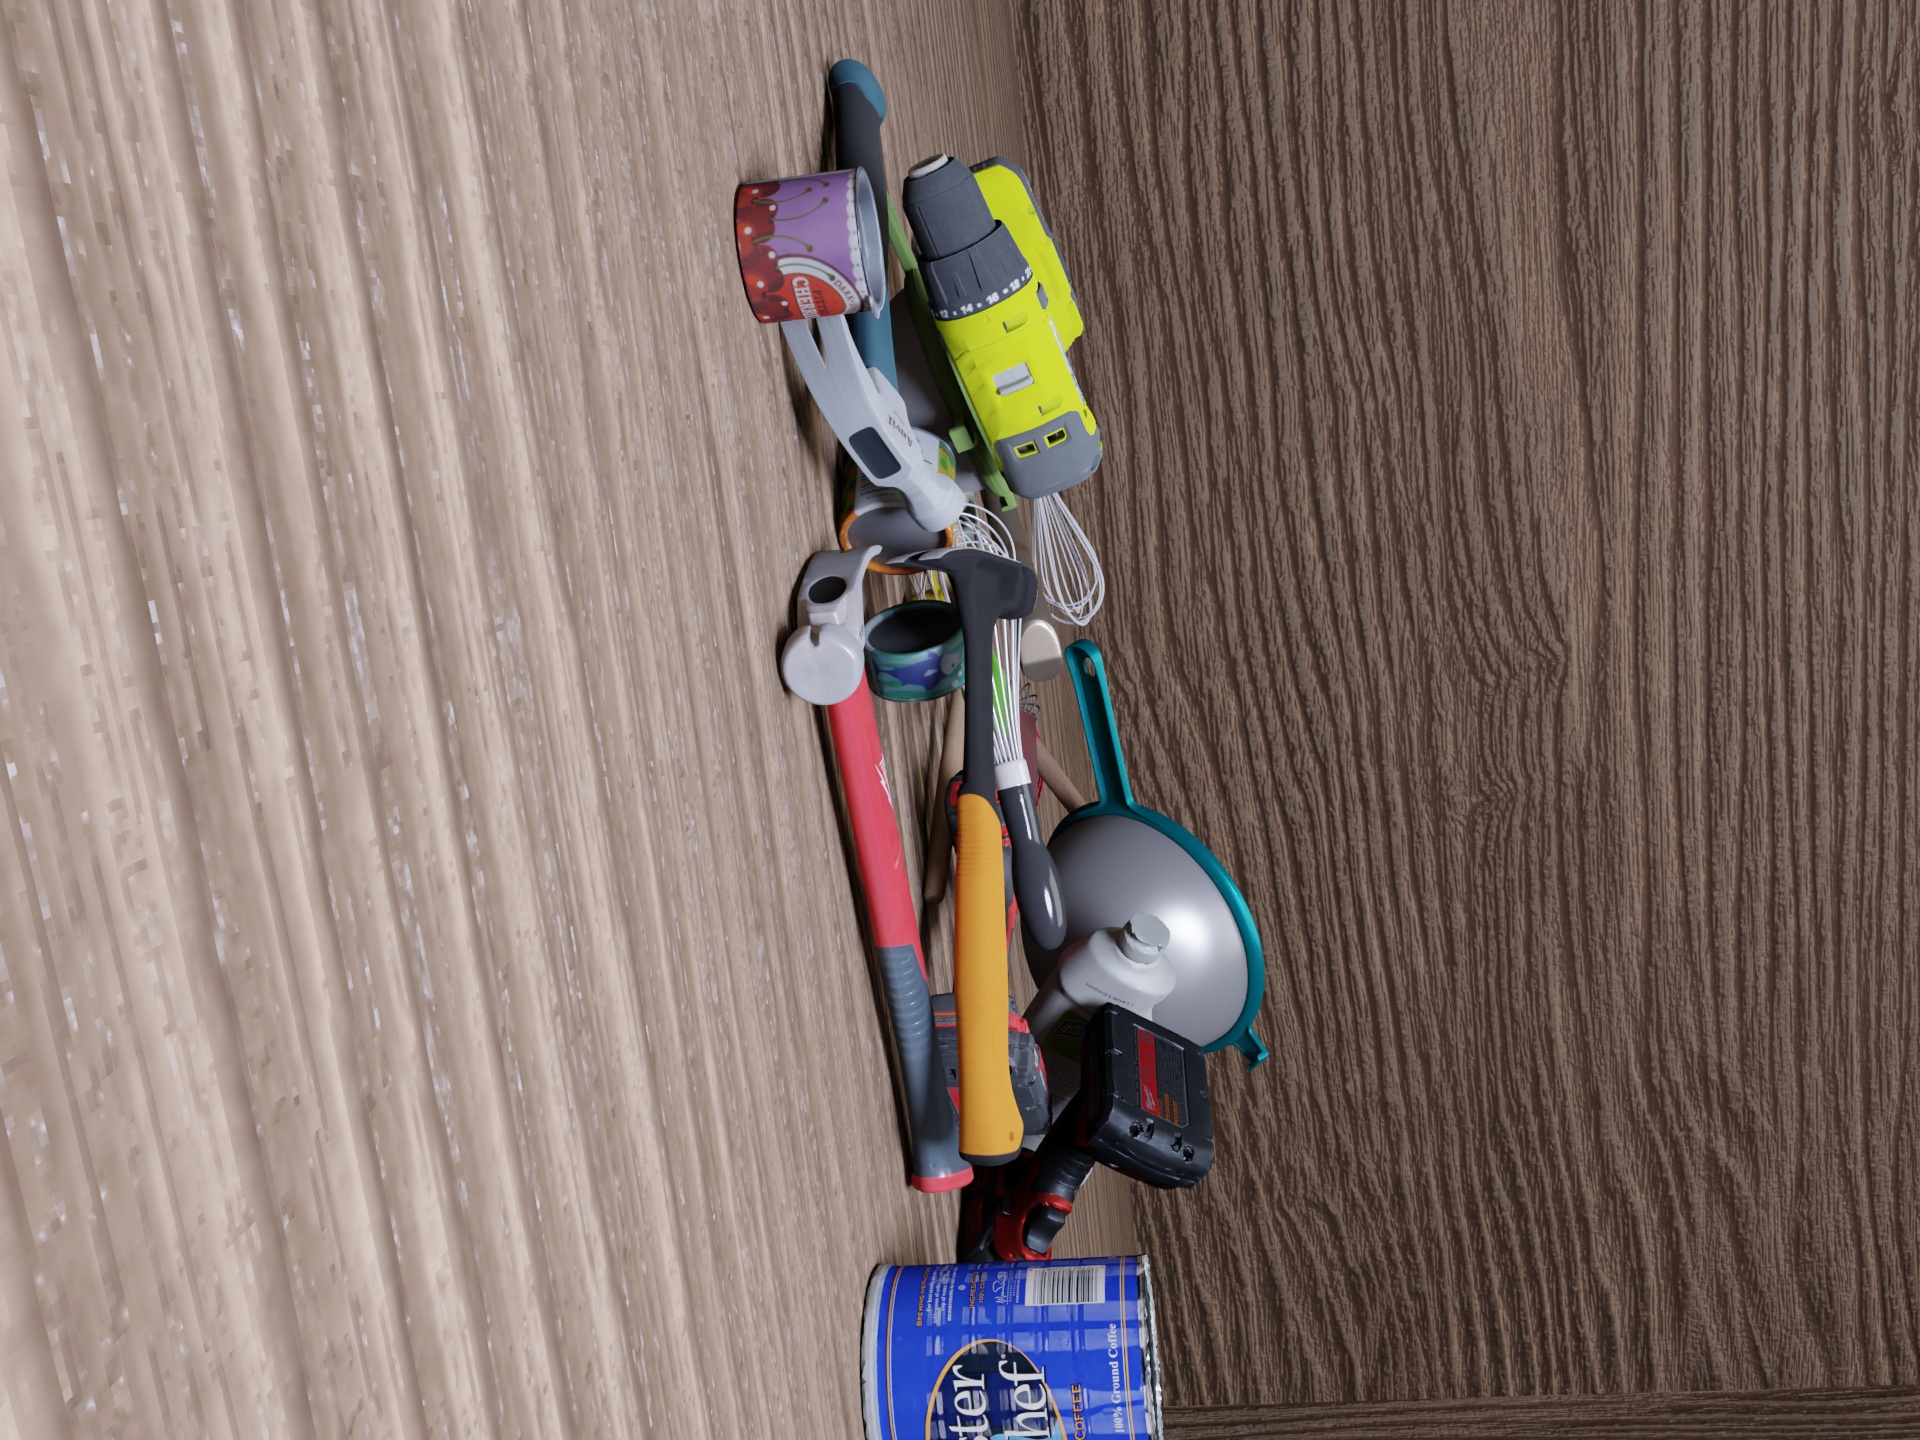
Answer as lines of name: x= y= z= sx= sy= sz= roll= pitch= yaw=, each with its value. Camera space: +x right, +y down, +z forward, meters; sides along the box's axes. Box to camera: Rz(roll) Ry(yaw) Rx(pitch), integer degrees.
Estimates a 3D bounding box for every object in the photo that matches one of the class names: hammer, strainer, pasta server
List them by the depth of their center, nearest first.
hammer: x=-0.036 y=0.097 z=0.872 sx=0.143 sy=0.038 sz=0.386 roll=-84 pitch=167 yaw=-62
hammer: x=0.008 y=0.073 z=0.872 sx=0.127 sy=0.034 sz=0.337 roll=5 pitch=82 yaw=-62
hammer: x=-0.053 y=-0.264 z=0.900 sx=0.128 sy=0.033 sz=0.331 roll=43 pitch=33 yaw=-46
strainer: x=-0.044 y=-0.248 z=1.008 sx=0.151 sy=0.069 sz=0.256 roll=30 pitch=38 yaw=-75
strainer: x=0.100 y=0.114 z=1.166 sx=0.095 sy=0.211 sz=0.340 roll=-28 pitch=113 yaw=-38
hammer: x=0.023 y=-0.198 z=1.250 sx=0.146 sy=0.038 sz=0.411 roll=76 pitch=1 yaw=-57
pasta server: x=0.091 y=0.055 z=1.253 sx=0.316 sy=0.040 sz=0.060 roll=53 pitch=-16 yaw=12

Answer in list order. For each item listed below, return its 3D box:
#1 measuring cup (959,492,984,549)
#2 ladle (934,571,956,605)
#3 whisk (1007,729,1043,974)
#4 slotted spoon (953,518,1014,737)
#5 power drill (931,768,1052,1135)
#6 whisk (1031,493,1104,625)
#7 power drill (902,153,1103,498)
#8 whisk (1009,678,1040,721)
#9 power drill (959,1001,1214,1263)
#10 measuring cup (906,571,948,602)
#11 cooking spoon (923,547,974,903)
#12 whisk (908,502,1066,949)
measuring cup: x=-0.005 y=-0.148 z=1.183 sx=0.168 sy=0.038 sz=0.083 roll=-97 pitch=174 yaw=-61
ladle: x=-0.010 y=-0.107 z=1.248 sx=0.315 sy=0.031 sz=0.069 roll=55 pitch=23 yaw=-71
whisk: x=0.027 y=0.127 z=1.263 sx=0.073 sy=0.073 sz=0.296 roll=69 pitch=23 yaw=-64
slotted spoon: x=-0.006 y=-0.121 z=1.112 sx=0.070 sy=0.031 sz=0.314 roll=92 pitch=-13 yaw=-56
power drill: x=0.021 y=0.153 z=1.047 sx=0.143 sy=0.078 sz=0.220 roll=74 pitch=17 yaw=-54
whisk: x=0.064 y=-0.194 z=1.280 sx=0.059 sy=0.058 sz=0.246 roll=-12 pitch=85 yaw=-60
power drill: x=0.020 y=-0.257 z=0.948 sx=0.229 sy=0.080 sz=0.190 roll=-90 pitch=156 yaw=-60
whisk: x=0.053 y=0.007 z=1.448 sx=0.239 sy=0.055 sz=0.055 roll=-97 pitch=180 yaw=-75
power drill: x=0.069 y=0.317 z=1.037 sx=0.226 sy=0.080 sz=0.188 roll=-55 pitch=-166 yaw=29
measuring cup: x=-0.036 y=-0.106 z=1.090 sx=0.062 sy=0.029 sz=0.156 roll=-84 pitch=155 yaw=-67
cooking spoon: x=-0.002 y=-0.004 z=1.169 sx=0.068 sy=0.017 sz=0.319 roll=74 pitch=18 yaw=-50
whisk: x=0.023 y=0.003 z=0.985 sx=0.070 sy=0.070 sz=0.285 roll=18 pitch=59 yaw=-82
